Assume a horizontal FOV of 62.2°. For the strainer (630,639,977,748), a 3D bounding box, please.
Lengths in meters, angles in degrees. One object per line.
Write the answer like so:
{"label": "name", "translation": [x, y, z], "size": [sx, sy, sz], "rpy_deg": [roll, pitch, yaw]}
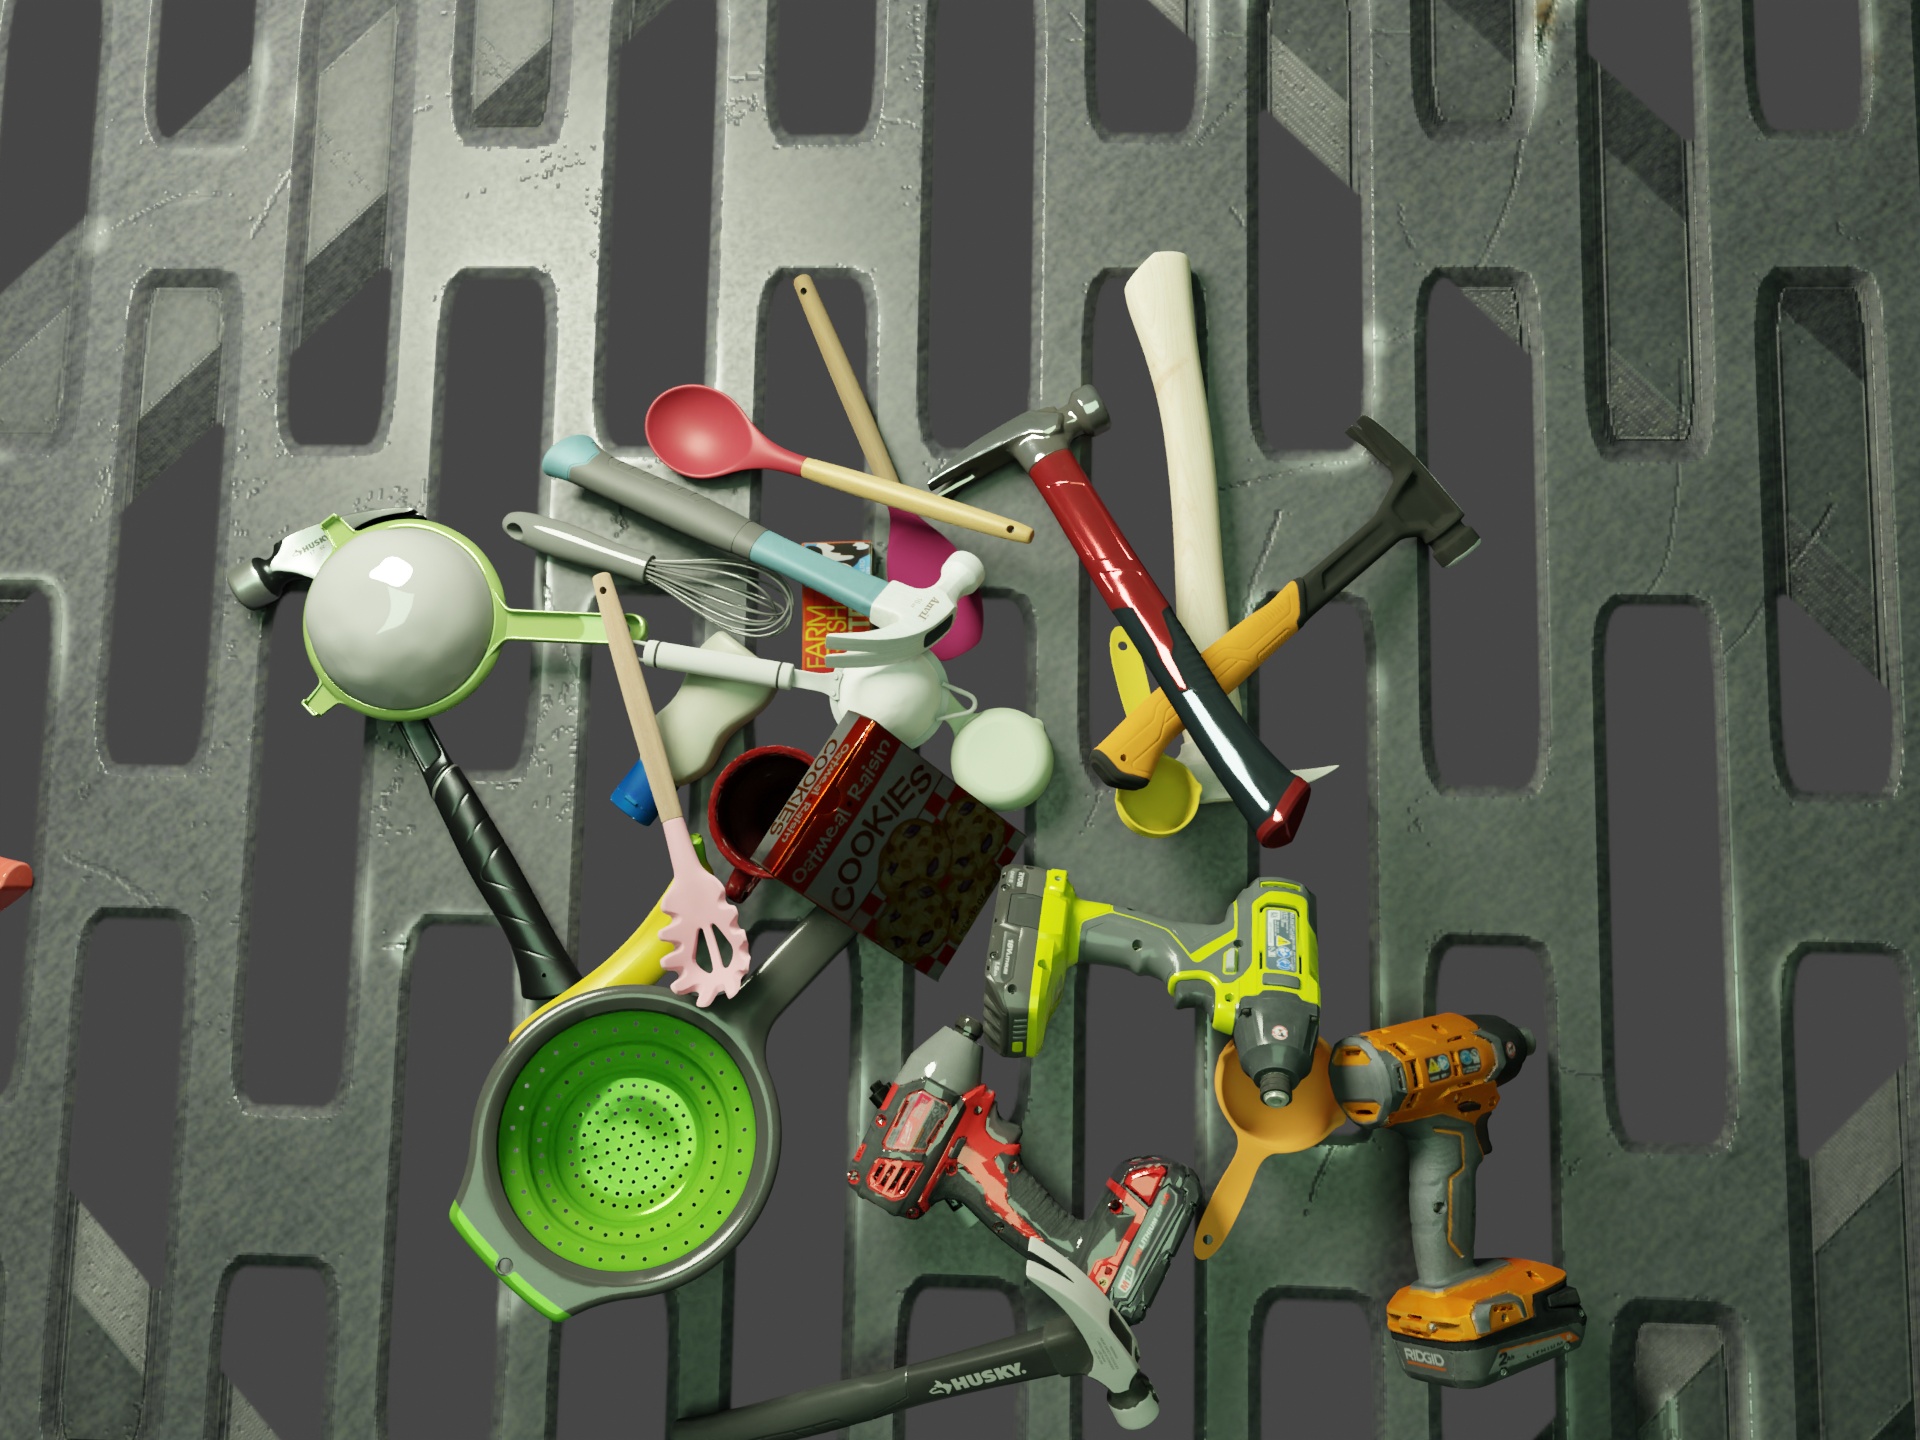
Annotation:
{"label": "strainer", "translation": [-0.117, -0.028, 1.132], "size": [0.258, 0.050, 0.087], "rpy_deg": [10, 100, 5]}

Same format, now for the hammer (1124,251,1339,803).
{"label": "hammer", "translation": [0.183, -0.145, 1.171], "size": [0.146, 0.038, 0.411], "rpy_deg": [-5, 83, 1]}

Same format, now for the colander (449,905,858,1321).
{"label": "colander", "translation": [-0.175, 0.237, 1.129], "size": [0.204, 0.094, 0.397], "rpy_deg": [43, 69, 5]}

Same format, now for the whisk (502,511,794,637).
{"label": "whisk", "translation": [-0.233, -0.115, 1.184], "size": [0.239, 0.055, 0.055], "rpy_deg": [18, 85, 9]}

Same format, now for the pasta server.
{"label": "pasta server", "translation": [-0.209, 0.043, 1.105], "size": [0.060, 0.040, 0.316], "rpy_deg": [-18, 80, 0]}

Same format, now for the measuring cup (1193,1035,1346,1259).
{"label": "measuring cup", "translation": [0.203, 0.292, 1.113], "size": [0.095, 0.052, 0.173], "rpy_deg": [27, 87, 5]}

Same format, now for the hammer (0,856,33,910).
{"label": "hammer", "translation": [-0.874, 0.076, 1.199], "size": [0.359, 0.036, 0.149], "rpy_deg": [11, 84, 5]}

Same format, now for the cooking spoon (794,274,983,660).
{"label": "cooking spoon", "translation": [-0.060, -0.194, 1.195], "size": [0.069, 0.017, 0.319], "rpy_deg": [-27, 81, 25]}

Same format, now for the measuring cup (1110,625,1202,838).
{"label": "measuring cup", "translation": [0.127, 0.009, 1.126], "size": [0.062, 0.029, 0.157], "rpy_deg": [-9, 71, -6]}

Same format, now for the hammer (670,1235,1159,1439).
{"label": "hammer", "translation": [-0.047, 0.447, 1.070], "size": [0.335, 0.035, 0.146], "rpy_deg": [-21, 109, 16]}

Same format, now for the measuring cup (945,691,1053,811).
{"label": "measuring cup", "translation": [-0.002, -0.004, 1.161], "size": [0.167, 0.038, 0.083], "rpy_deg": [45, 87, 5]}

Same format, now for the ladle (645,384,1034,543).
{"label": "ladle", "translation": [-0.091, -0.179, 1.161], "size": [0.315, 0.031, 0.069], "rpy_deg": [20, 95, 18]}

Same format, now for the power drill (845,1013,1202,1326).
{"label": "power drill", "translation": [0.046, 0.307, 1.096], "size": [0.219, 0.078, 0.143], "rpy_deg": [28, 79, 3]}

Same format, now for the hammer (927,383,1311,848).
{"label": "hammer", "translation": [0.111, -0.067, 1.088], "size": [0.143, 0.038, 0.387], "rpy_deg": [-29, 58, 3]}

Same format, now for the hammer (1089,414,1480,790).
{"label": "hammer", "translation": [0.215, -0.074, 1.121], "size": [0.337, 0.034, 0.127], "rpy_deg": [-40, 89, -15]}

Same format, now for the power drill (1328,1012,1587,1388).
{"label": "power drill", "translation": [0.346, 0.312, 1.077], "size": [0.164, 0.084, 0.226], "rpy_deg": [-6, 81, -28]}

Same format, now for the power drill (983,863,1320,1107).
{"label": "power drill", "translation": [0.131, 0.177, 1.083], "size": [0.223, 0.080, 0.171], "rpy_deg": [5, 43, 6]}

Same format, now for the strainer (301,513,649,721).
{"label": "strainer", "translation": [-0.357, -0.074, 1.141], "size": [0.256, 0.069, 0.151], "rpy_deg": [3, 83, 3]}

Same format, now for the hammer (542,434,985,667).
{"label": "hammer", "translation": [-0.156, -0.132, 1.150], "size": [0.331, 0.033, 0.128], "rpy_deg": [25, 52, 14]}

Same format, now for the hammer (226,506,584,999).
{"label": "hammer", "translation": [-0.387, 0.026, 1.181], "size": [0.149, 0.036, 0.409], "rpy_deg": [-30, 83, -2]}
